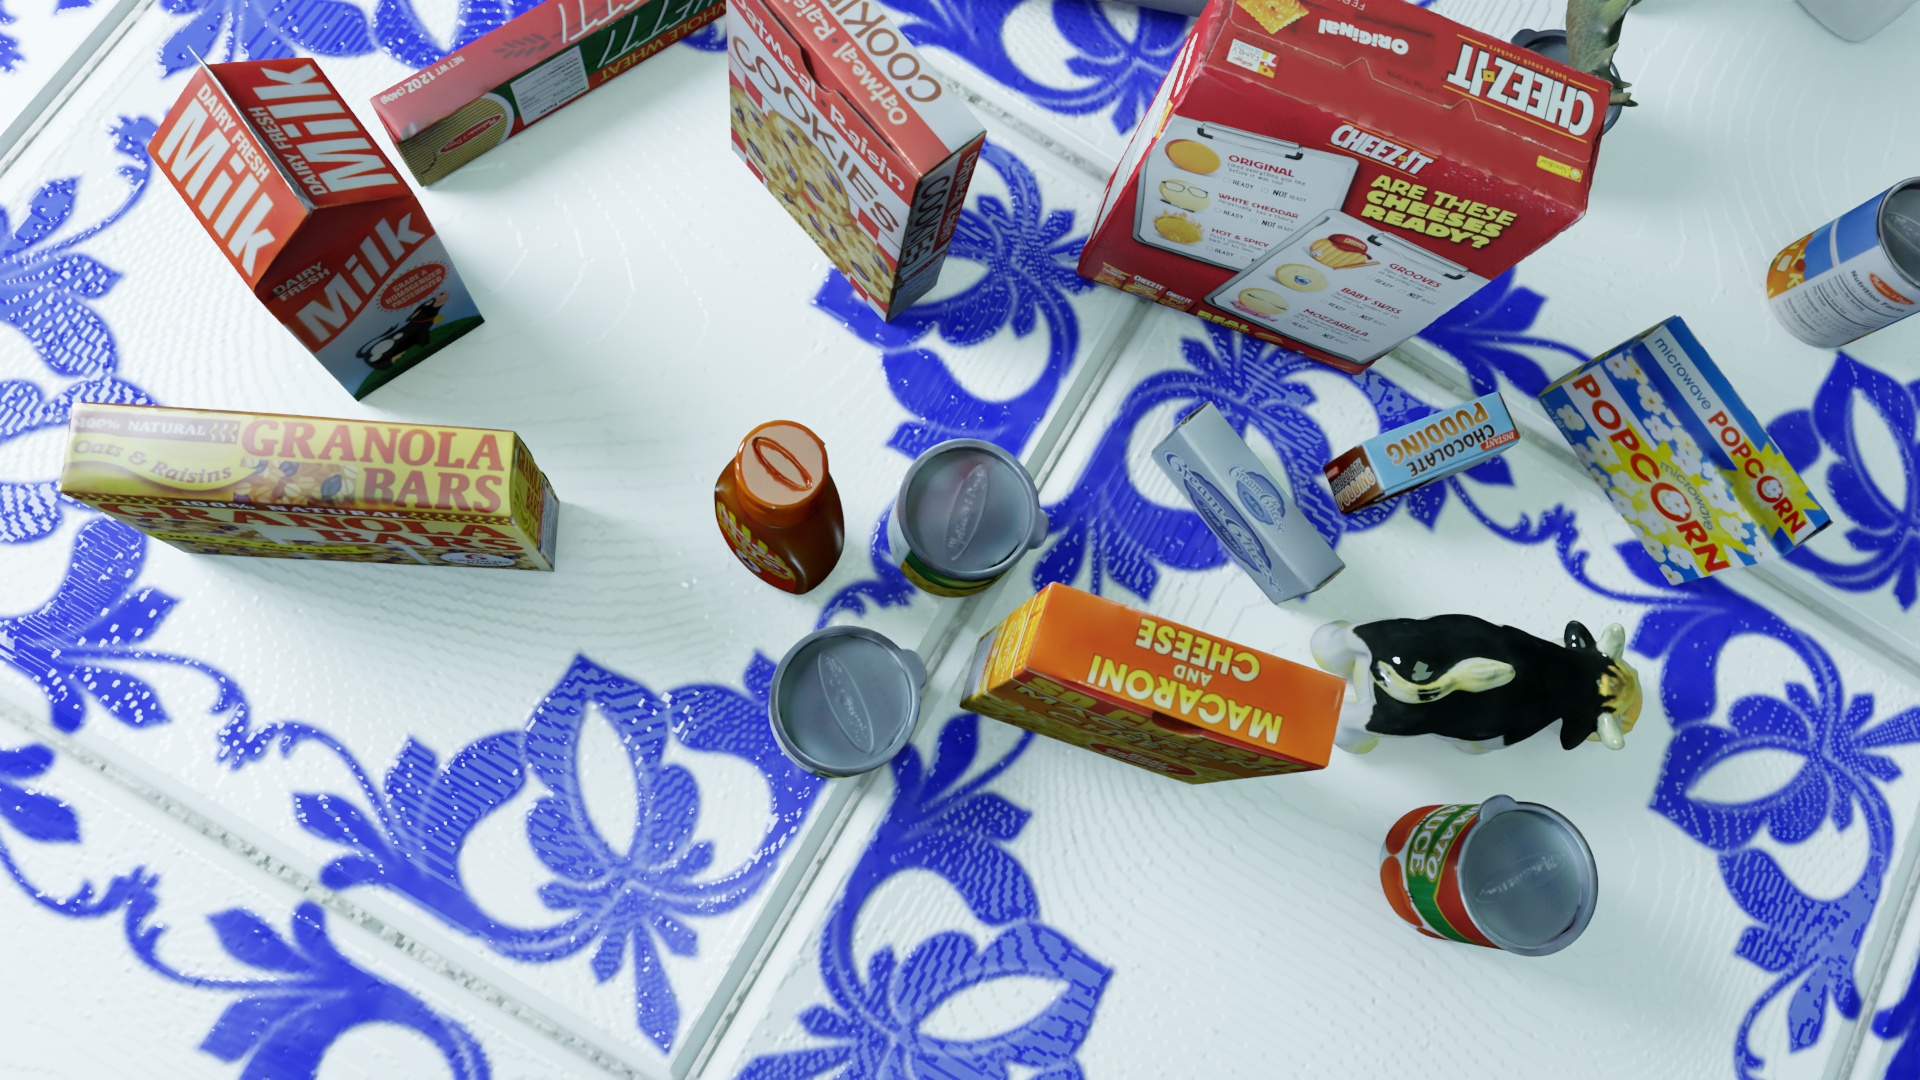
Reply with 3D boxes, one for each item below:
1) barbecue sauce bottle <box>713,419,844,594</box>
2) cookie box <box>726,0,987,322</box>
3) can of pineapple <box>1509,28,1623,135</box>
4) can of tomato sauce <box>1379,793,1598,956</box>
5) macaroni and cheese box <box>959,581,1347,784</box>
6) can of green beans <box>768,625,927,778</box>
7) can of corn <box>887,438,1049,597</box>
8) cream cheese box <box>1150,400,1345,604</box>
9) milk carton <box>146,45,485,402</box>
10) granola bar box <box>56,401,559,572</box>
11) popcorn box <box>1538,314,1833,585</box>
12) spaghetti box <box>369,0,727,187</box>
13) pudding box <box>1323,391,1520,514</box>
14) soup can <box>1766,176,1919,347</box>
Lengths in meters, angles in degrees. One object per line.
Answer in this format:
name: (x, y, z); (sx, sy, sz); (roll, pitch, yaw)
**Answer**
barbecue sauce bottle: (-0.078, -0.016, 0.604); (0.065, 0.148, 0.044); (43, 76, 2)
cookie box: (-0.054, -0.182, 0.633); (0.040, 0.167, 0.123); (-40, 87, -14)
can of pineapple: (0.313, -0.235, 0.756); (0.071, 0.057, 0.071); (2, 78, -8)
can of tomato sauce: (0.243, 0.155, 0.650); (0.071, 0.083, 0.071); (2, 78, -8)
macaroni and cheese box: (0.074, 0.068, 0.600); (0.124, 0.166, 0.040); (19, 77, -4)
can of green beans: (-0.054, 0.075, 0.635); (0.071, 0.057, 0.071); (2, 78, -8)
can of corn: (0.002, -0.008, 0.661); (0.071, 0.058, 0.071); (2, 78, -8)
cream cheese box: (0.140, -0.016, 0.686); (0.024, 0.053, 0.104); (-38, 86, -14)
milk carton: (-0.265, -0.130, 0.579); (0.073, 0.190, 0.072); (-37, 86, -13)
granola bar box: (-0.264, -0.020, 0.590); (0.166, 0.124, 0.039); (3, 78, -8)
popcorn box: (0.365, -0.044, 0.709); (0.038, 0.085, 0.127); (-33, 85, -13)
spaghetti box: (-0.172, -0.258, 0.692); (0.251, 0.050, 0.028); (-36, 86, -14)
pudding box: (0.234, -0.044, 0.708); (0.084, 0.049, 0.030); (-20, 82, -12)
soup can: (0.496, -0.150, 0.752); (0.071, 0.083, 0.071); (2, 78, -8)
